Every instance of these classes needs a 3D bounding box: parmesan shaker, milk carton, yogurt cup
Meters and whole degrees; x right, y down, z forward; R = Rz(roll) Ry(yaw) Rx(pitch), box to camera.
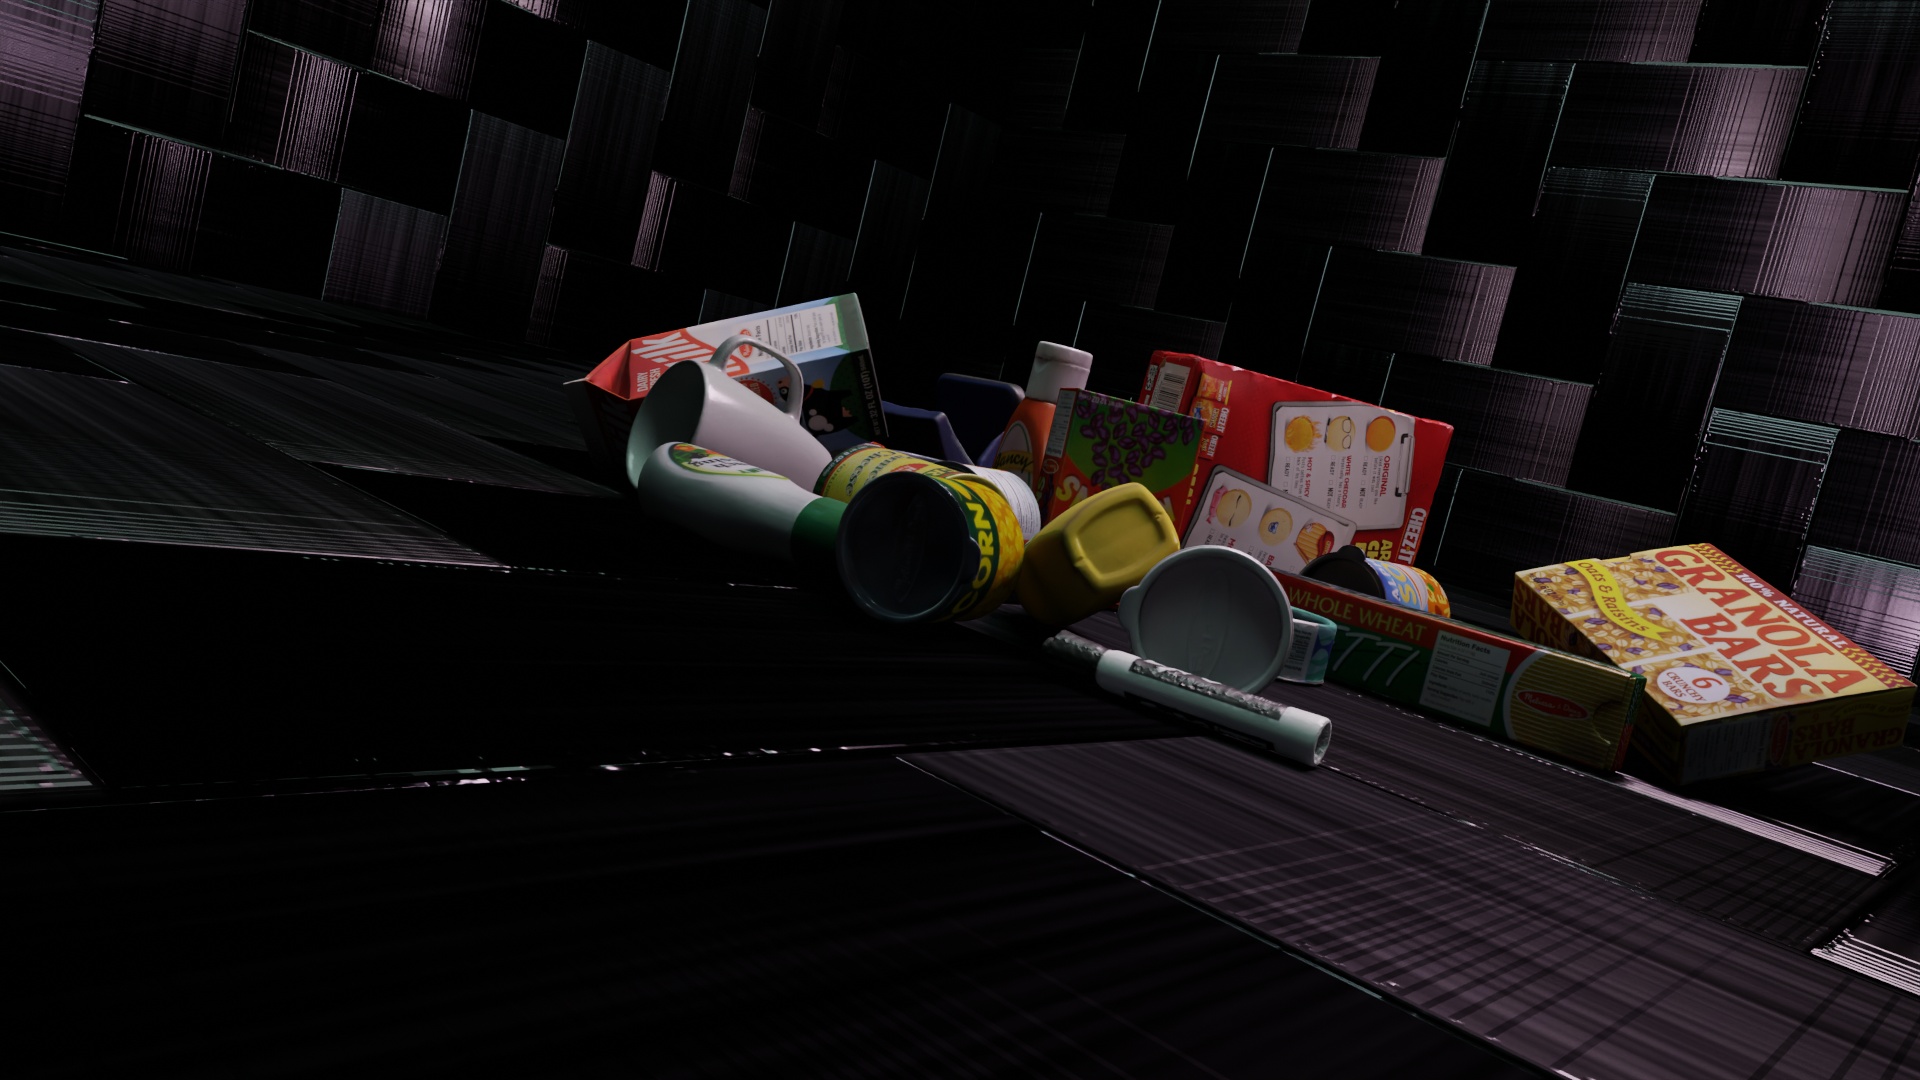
[{"bbox_3d":[-0.029,-0.009,0.721,0.071,0.071,0.103,10,6,-35],"label":"parmesan shaker"},{"bbox_3d":[-0.149,-0.092,0.885,0.191,0.072,0.074,-12,40,-3],"label":"milk carton"},{"bbox_3d":[0.107,0.038,0.598,0.072,0.072,0.054,15,-3,11],"label":"yogurt cup"}]

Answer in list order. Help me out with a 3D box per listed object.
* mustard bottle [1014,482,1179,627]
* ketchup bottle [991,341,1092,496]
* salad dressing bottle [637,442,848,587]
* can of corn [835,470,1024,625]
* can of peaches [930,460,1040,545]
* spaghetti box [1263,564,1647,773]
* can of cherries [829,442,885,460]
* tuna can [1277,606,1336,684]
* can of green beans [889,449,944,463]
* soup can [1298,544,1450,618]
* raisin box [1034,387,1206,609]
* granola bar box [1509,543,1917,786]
[{"bbox_3d":[0.055,0.014,0.679,0.065,0.049,0.160,-29,-4,-15],"label":"mustard bottle"},{"bbox_3d":[0.050,-0.053,0.902,0.043,0.148,0.065,12,5,-36],"label":"ketchup bottle"},{"bbox_3d":[-0.097,-0.013,0.689,0.148,0.044,0.064,18,8,36],"label":"salad dressing bottle"},{"bbox_3d":[-0.010,0.005,0.616,0.071,0.071,0.058,17,6,27],"label":"can of corn"},{"bbox_3d":[0.003,-0.010,0.801,0.071,0.071,0.058,17,7,32],"label":"can of peaches"},{"bbox_3d":[0.233,0.059,0.750,0.250,0.050,0.029,19,5,41],"label":"spaghetti box"},{"bbox_3d":[-0.090,-0.045,0.940,0.071,0.058,0.071,14,6,-1],"label":"can of cherries"},{"bbox_3d":[0.165,0.052,0.743,0.071,0.032,0.071,14,6,-1],"label":"tuna can"},{"bbox_3d":[-0.021,-0.023,0.897,0.071,0.057,0.071,14,5,-1],"label":"can of green beans"},{"bbox_3d":[0.254,0.042,0.858,0.084,0.071,0.071,9,7,-44],"label":"soup can"},{"bbox_3d":[0.090,-0.023,0.836,0.086,0.123,0.040,12,4,-17],"label":"raisin box"},{"bbox_3d":[0.396,0.060,0.750,0.124,0.039,0.166,-8,26,-5],"label":"granola bar box"}]
